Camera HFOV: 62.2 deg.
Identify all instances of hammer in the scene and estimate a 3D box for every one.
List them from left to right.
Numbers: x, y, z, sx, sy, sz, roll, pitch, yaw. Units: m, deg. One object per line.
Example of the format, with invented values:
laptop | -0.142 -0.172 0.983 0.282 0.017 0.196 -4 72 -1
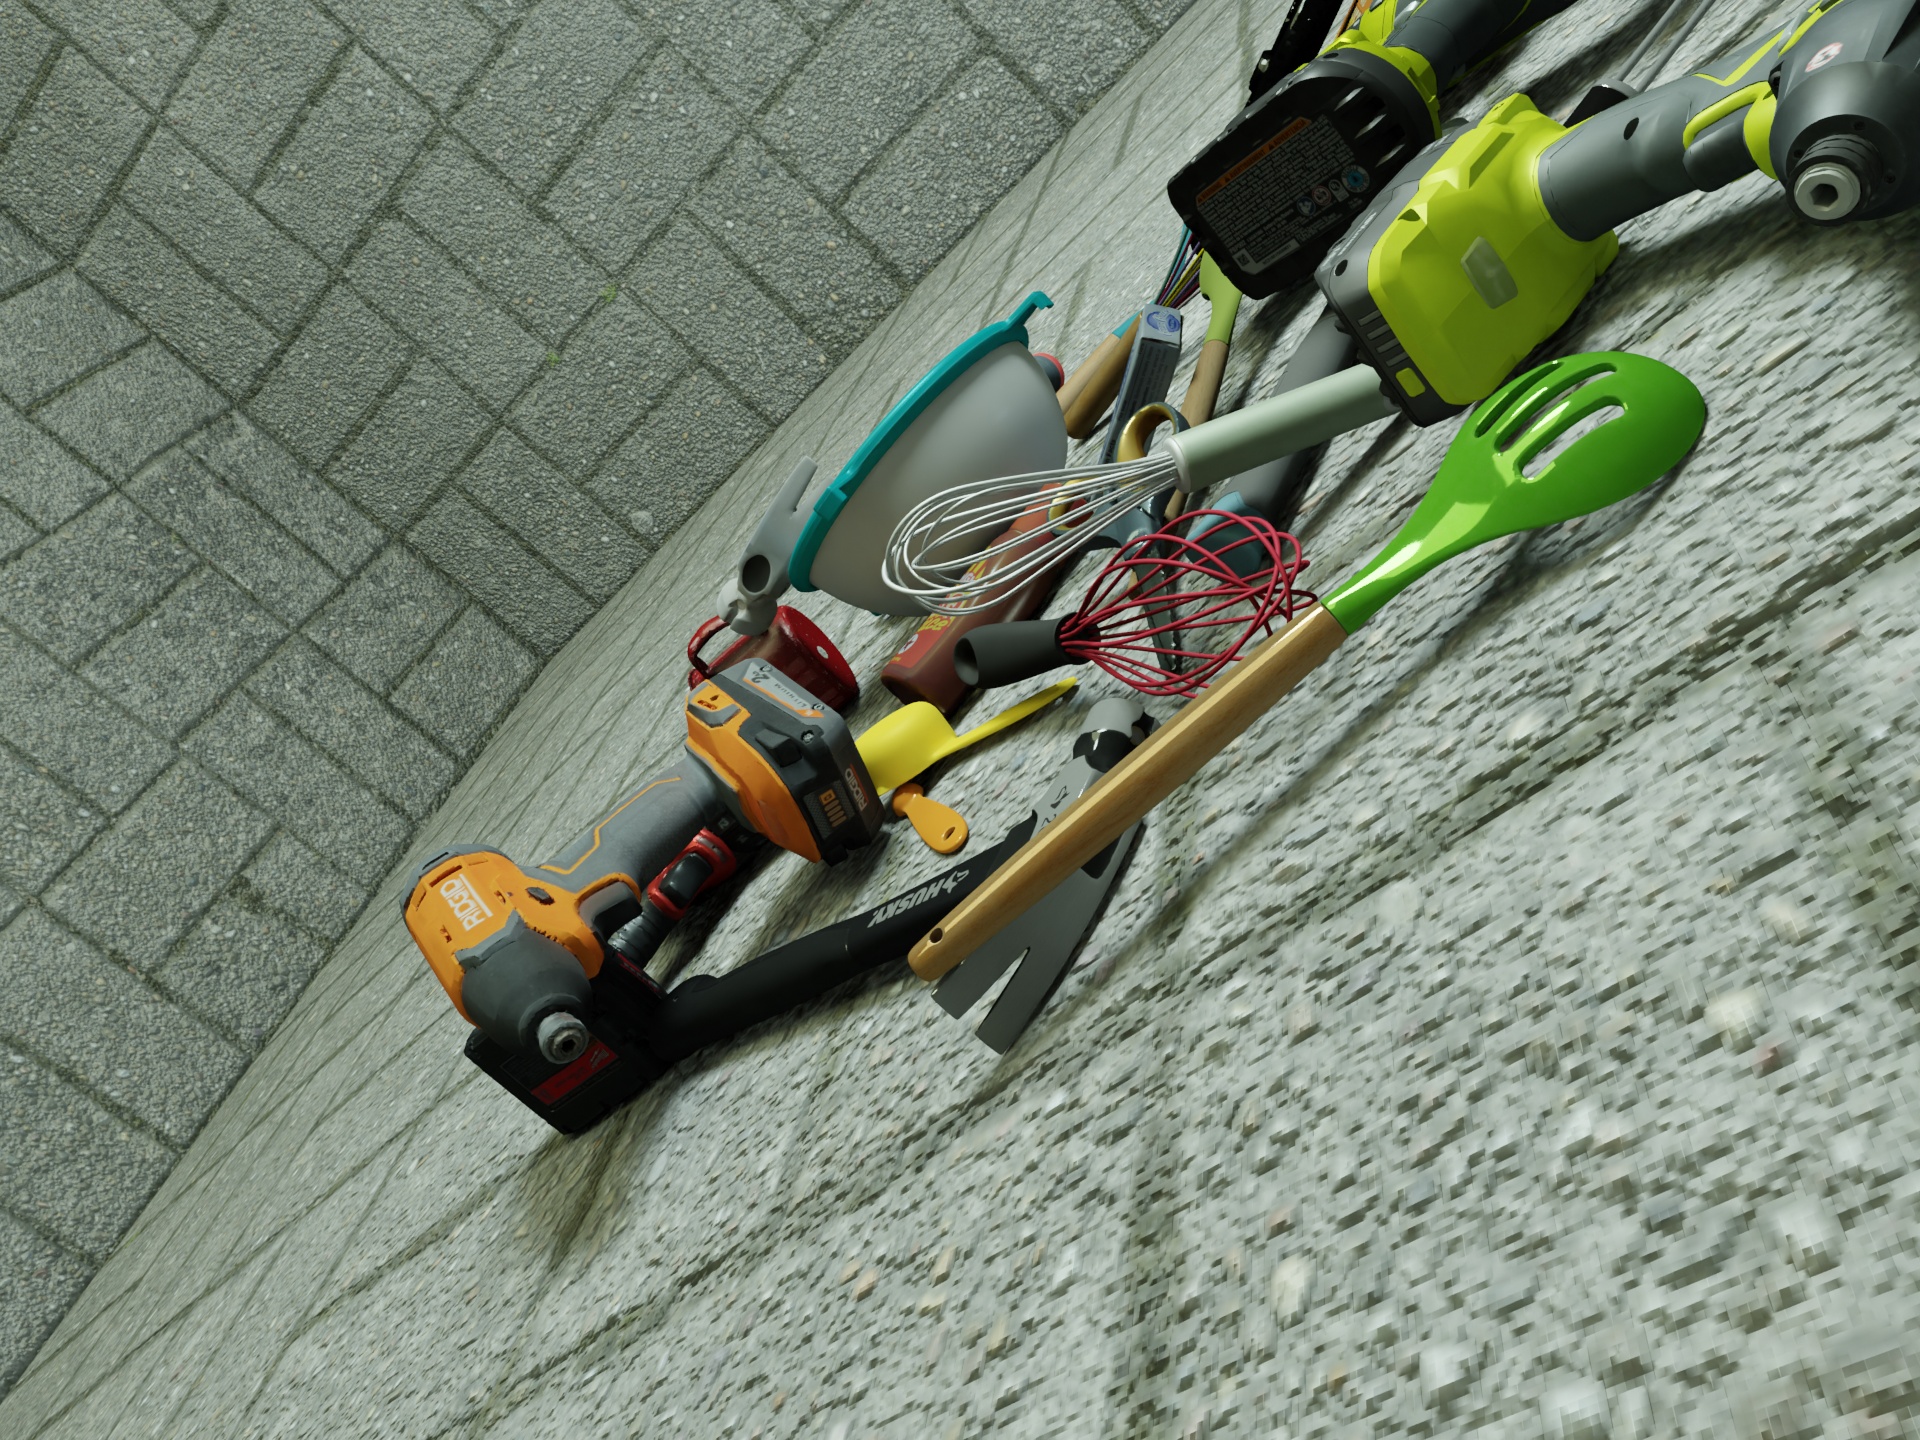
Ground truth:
hammer | -0.050 0.103 0.692 0.335 0.035 0.146 -31 23 47
hammer | -0.021 -0.192 1.108 0.386 0.038 0.143 -44 -5 -46
hammer | 0.180 -0.184 0.768 0.128 0.033 0.331 -28 26 53

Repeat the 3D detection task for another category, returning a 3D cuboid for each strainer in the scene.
strainer | -0.010 -0.113 1.028 0.211 0.095 0.340 -47 -6 -18

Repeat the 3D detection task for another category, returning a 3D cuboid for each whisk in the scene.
whisk | 0.058 -0.038 0.676 0.073 0.073 0.296 -53 15 -16
whisk | 0.082 -0.103 0.660 0.246 0.057 0.059 -22 36 -6
whisk | 0.133 -0.269 1.008 0.245 0.051 0.047 -51 41 39

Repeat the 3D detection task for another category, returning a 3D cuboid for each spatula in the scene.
spatula | 0.090 -0.266 1.166 0.317 0.044 0.082 -49 1 1

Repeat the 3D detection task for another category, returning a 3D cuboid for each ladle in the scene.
ladle | 0.139 -0.173 0.853 0.078 0.062 0.320 -19 39 42

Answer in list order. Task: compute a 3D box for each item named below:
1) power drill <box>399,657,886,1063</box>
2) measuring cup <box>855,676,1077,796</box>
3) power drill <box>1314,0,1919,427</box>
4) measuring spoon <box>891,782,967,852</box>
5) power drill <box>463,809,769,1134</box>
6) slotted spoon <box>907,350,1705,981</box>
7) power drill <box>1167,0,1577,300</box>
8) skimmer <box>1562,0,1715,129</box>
power drill | -0.154 0.073 0.791 0.226 0.084 0.164 -34 36 -18
measuring cup | -0.001 -0.003 0.805 0.156 0.029 0.062 -27 12 45
power drill | 0.234 -0.182 0.527 0.171 0.080 0.223 -48 16 -28
measuring spoon | -0.017 0.046 0.779 0.021 0.011 0.117 -49 16 -4
power drill | -0.169 0.109 0.919 0.188 0.080 0.227 -37 17 34
slotted spoon | 0.102 -0.015 0.519 0.314 0.031 0.070 -41 39 9
power drill | 0.203 -0.313 0.805 0.228 0.080 0.190 -49 15 -31
skimmer | 0.306 -0.322 0.652 0.363 0.127 0.090 -52 -27 1
